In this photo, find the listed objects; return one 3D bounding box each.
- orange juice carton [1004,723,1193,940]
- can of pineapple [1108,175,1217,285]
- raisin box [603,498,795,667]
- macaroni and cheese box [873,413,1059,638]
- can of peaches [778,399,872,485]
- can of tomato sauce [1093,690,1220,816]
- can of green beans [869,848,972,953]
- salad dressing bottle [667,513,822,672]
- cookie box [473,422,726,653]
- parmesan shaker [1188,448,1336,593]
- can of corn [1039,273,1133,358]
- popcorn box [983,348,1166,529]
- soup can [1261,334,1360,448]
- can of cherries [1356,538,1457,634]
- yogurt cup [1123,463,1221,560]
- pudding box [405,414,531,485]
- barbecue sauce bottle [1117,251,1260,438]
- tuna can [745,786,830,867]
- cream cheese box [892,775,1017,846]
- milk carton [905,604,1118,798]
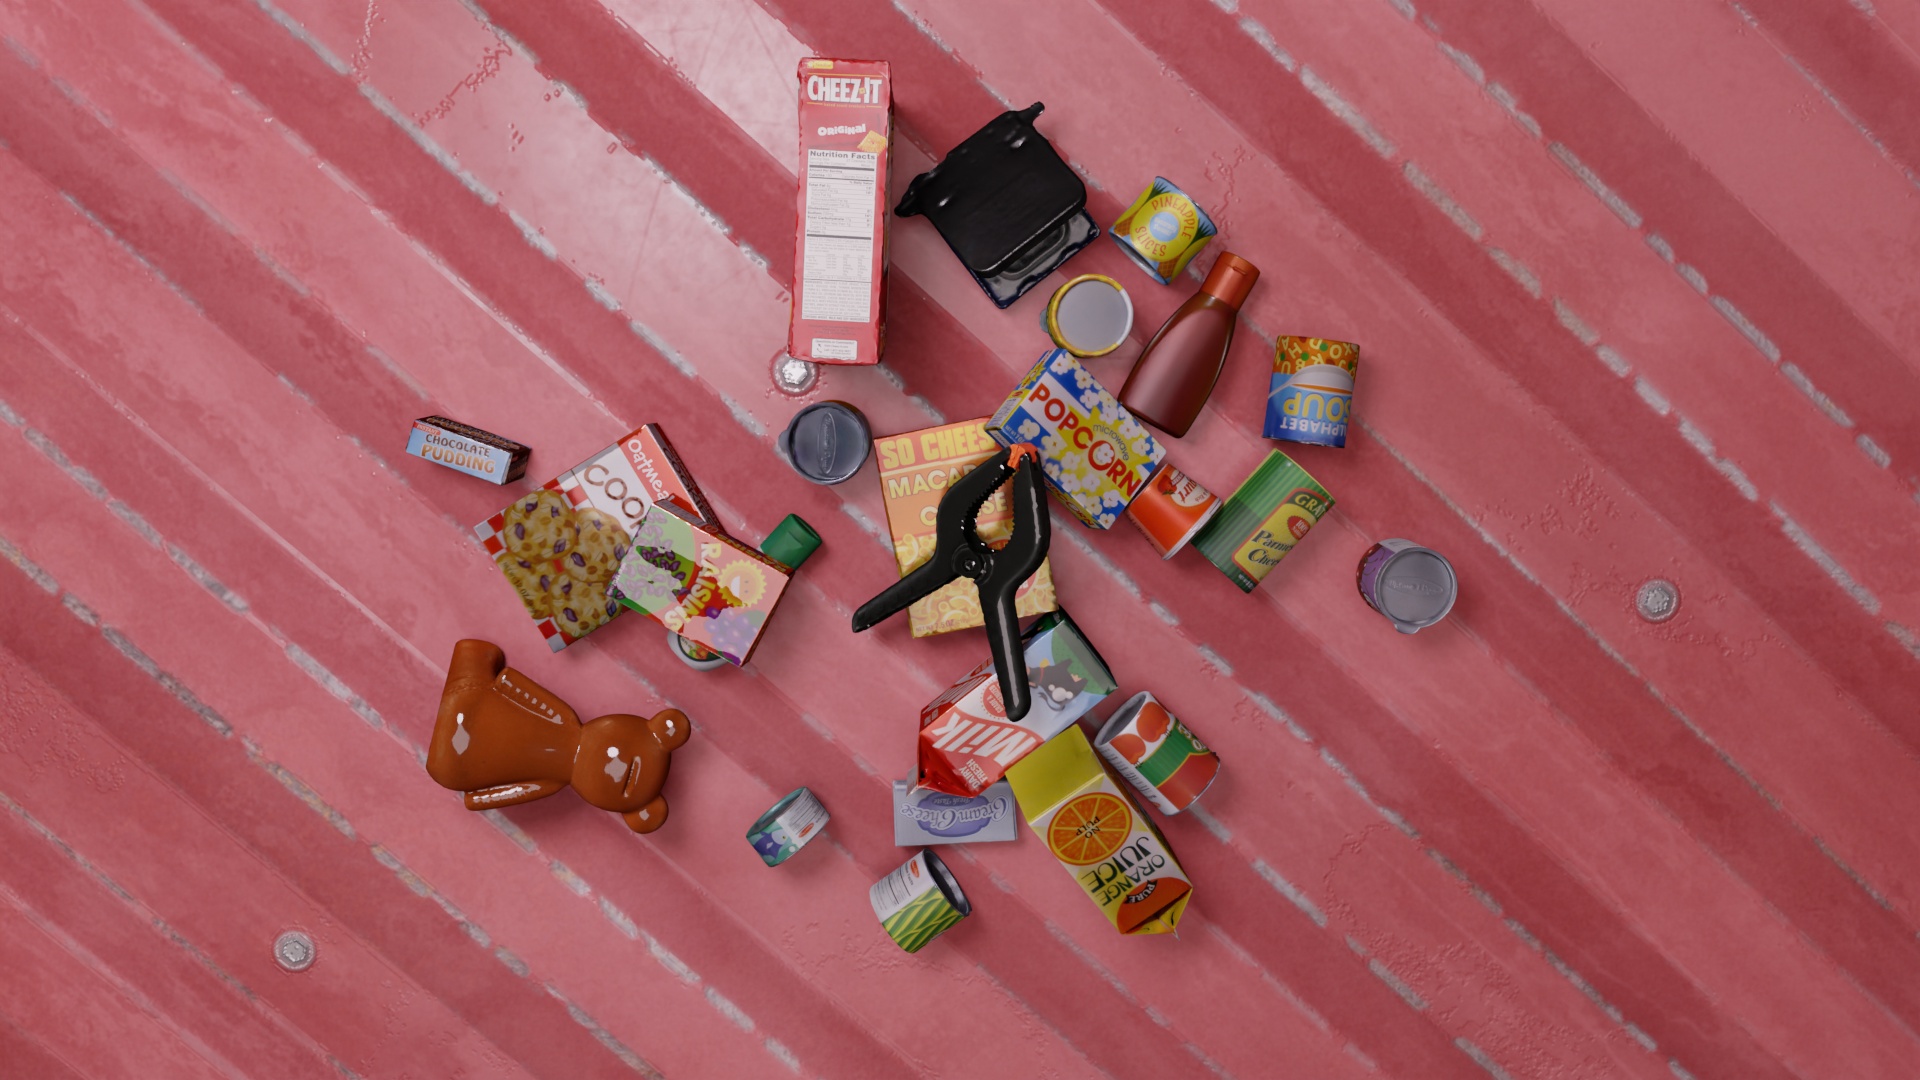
[{"bbox_3d":[0.122,0.245,1.121,0.073,0.072,0.192,-35,119,4],"label":"orange juice carton"},{"bbox_3d":[0.159,-0.244,1.095,0.071,0.071,0.058,42,96,-5],"label":"can of pineapple"},{"bbox_3d":[-0.205,0.034,1.101,0.123,0.040,0.086,29,95,-1],"label":"raisin box"},{"bbox_3d":[0.004,-0.014,1.138,0.124,0.040,0.166,-11,97,0],"label":"macaroni and cheese box"},{"bbox_3d":[-0.108,-0.080,1.121,0.071,0.058,0.071,0,98,1],"label":"can of peaches"},{"bbox_3d":[0.163,0.174,1.149,0.083,0.071,0.071,44,95,-4],"label":"can of tomato sauce"},{"bbox_3d":[-0.034,0.302,1.164,0.058,0.071,0.071,-36,96,5],"label":"can of green beans"},{"bbox_3d":[-0.176,0.042,1.143,0.064,0.044,0.147,43,95,-4],"label":"salad dressing bottle"},{"bbox_3d":[-0.291,-0.003,1.140,0.167,0.040,0.123,-30,96,5],"label":"cookie box"},{"bbox_3d":[0.245,-0.014,1.127,0.071,0.071,0.103,41,96,-5],"label":"parmesan shaker"},{"bbox_3d":[0.100,-0.178,1.108,0.071,0.058,0.071,0,97,0],"label":"can of corn"},{"bbox_3d":[0.092,-0.080,1.106,0.126,0.038,0.085,42,77,-19],"label":"popcorn box"},{"bbox_3d":[0.281,-0.119,1.109,0.071,0.071,0.083,7,97,-1],"label":"soup can"},{"bbox_3d":[0.362,0.036,1.135,0.071,0.058,0.071,0,98,-1],"label":"can of cherries"},{"bbox_3d":[0.169,-0.025,1.126,0.054,0.072,0.072,42,96,3],"label":"yogurt cup"},{"bbox_3d":[-0.397,-0.073,1.126,0.084,0.050,0.030,20,99,-2],"label":"pudding box"},{"bbox_3d":[0.188,-0.160,1.118,0.065,0.044,0.148,30,96,-4],"label":"barbecue sauce bottle"},{"bbox_3d":[-0.145,0.239,1.158,0.071,0.071,0.033,-37,95,5],"label":"tuna can"},{"bbox_3d":[-0.005,0.228,1.175,0.104,0.024,0.053,-3,98,0],"label":"cream cheese box"},{"bbox_3d":[0.030,0.143,1.141,0.190,0.072,0.073,-38,96,5],"label":"milk carton"}]
